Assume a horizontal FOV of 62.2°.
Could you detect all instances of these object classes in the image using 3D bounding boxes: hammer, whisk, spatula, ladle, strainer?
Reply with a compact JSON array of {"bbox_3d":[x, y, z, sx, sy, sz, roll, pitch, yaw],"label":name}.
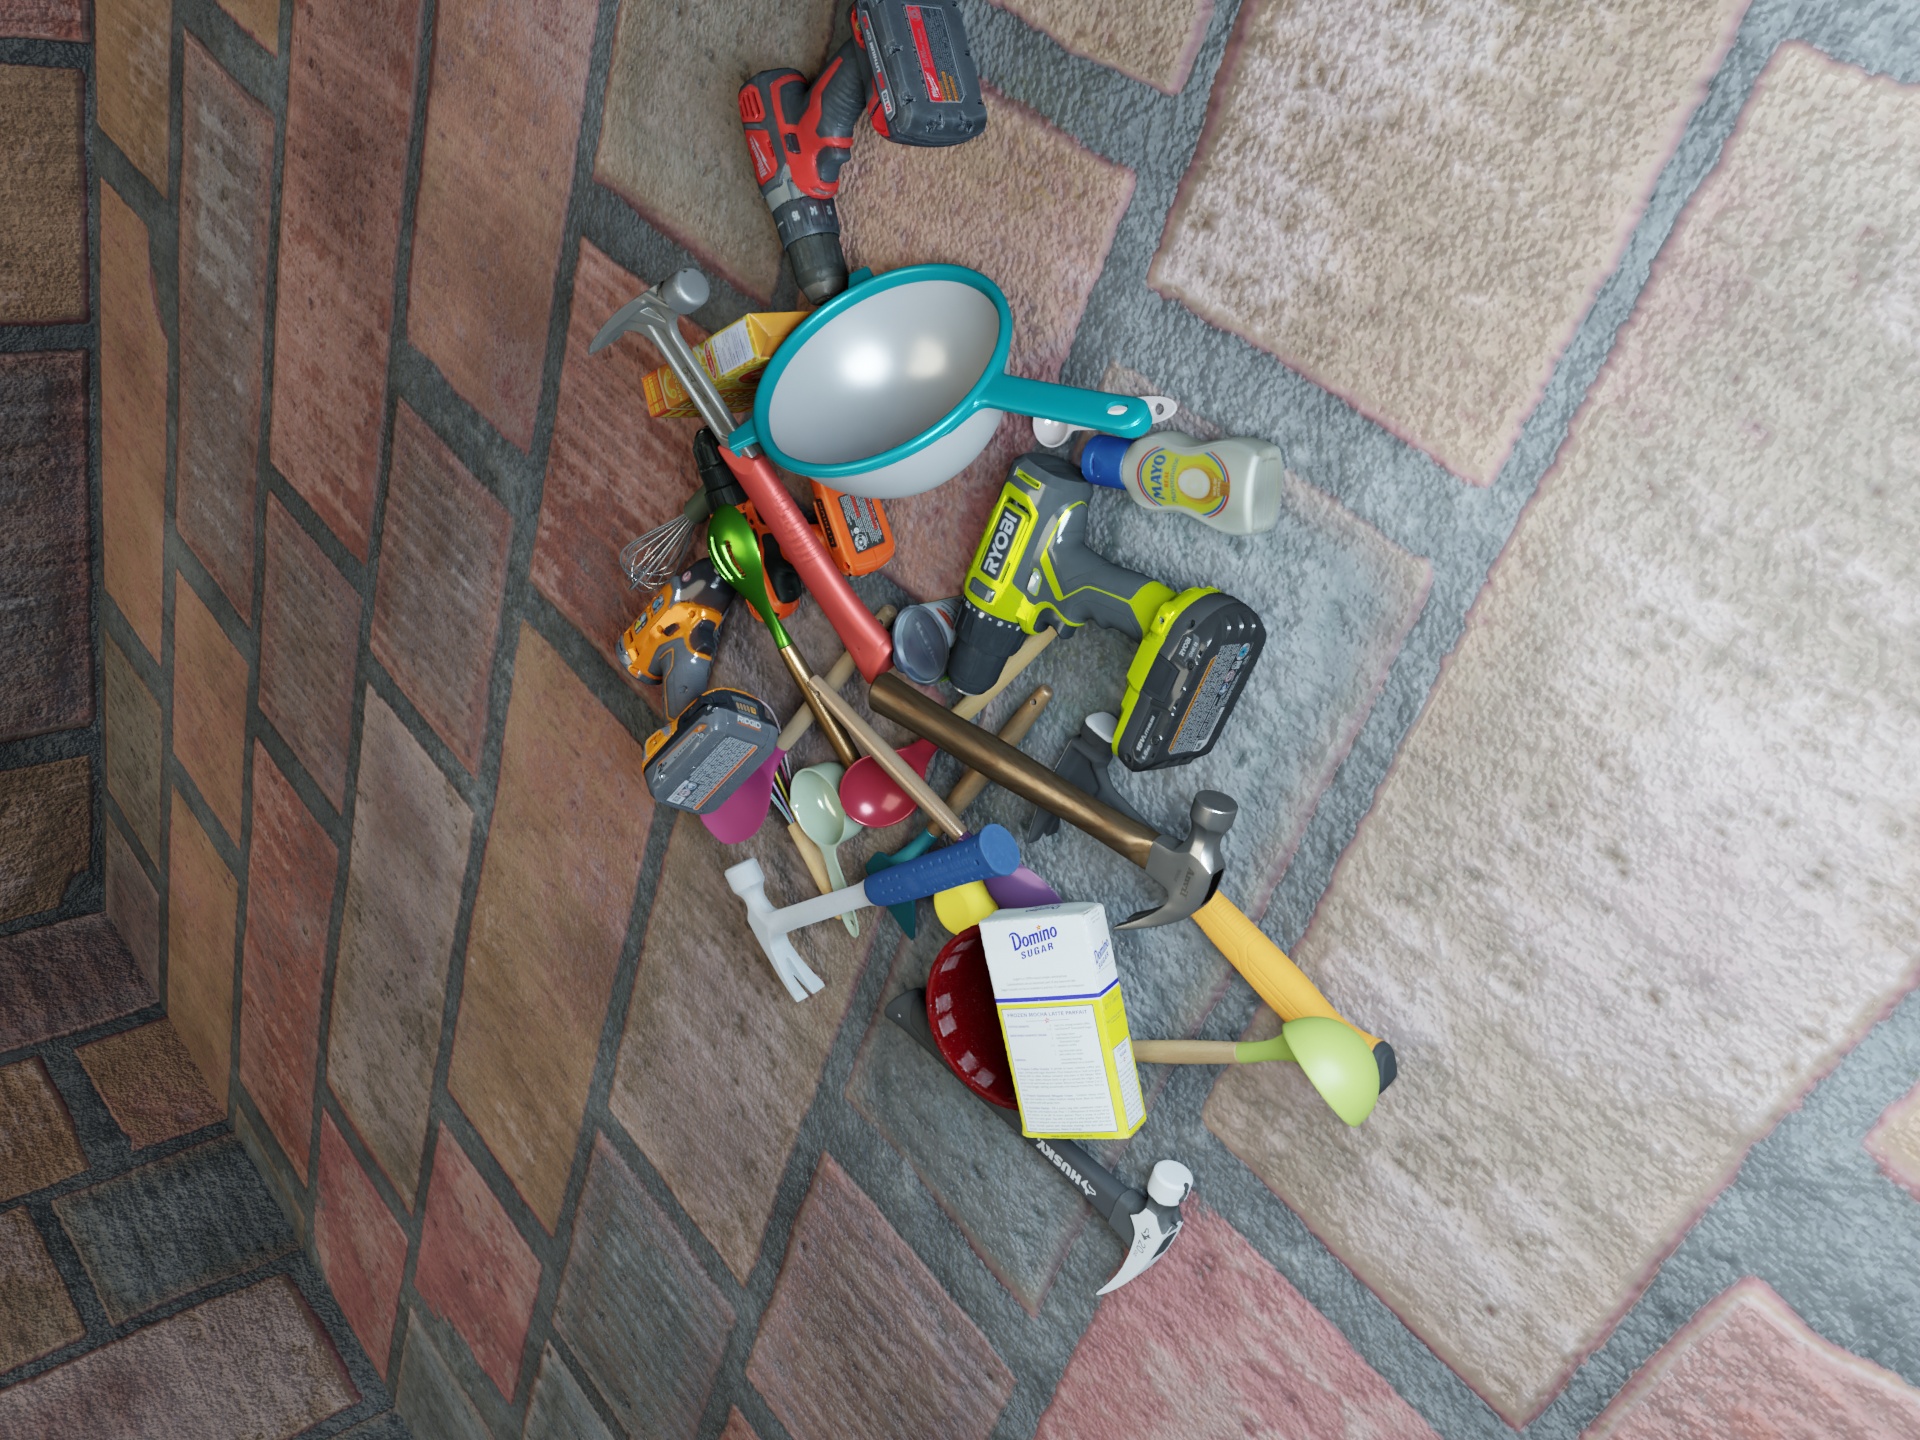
[{"bbox_3d":[-0.164,-0.184,1.294,0.149,0.037,0.359,-16,111,49],"label":"hammer"},{"bbox_3d":[-0.257,-0.194,1.519,0.057,0.059,0.246,38,134,-16],"label":"whisk"},{"bbox_3d":[-0.015,0.076,1.315,0.316,0.018,0.059,45,132,9],"label":"spatula"},{"bbox_3d":[-0.165,0.077,1.503,0.047,0.051,0.245,-36,78,40],"label":"whisk"},{"bbox_3d":[0.050,0.341,1.360,0.335,0.035,0.146,36,125,34],"label":"hammer"},{"bbox_3d":[-0.079,0.156,1.390,0.405,0.035,0.144,-24,92,52],"label":"hammer"},{"bbox_3d":[-0.002,-0.004,1.307,0.069,0.031,0.315,36,131,-13],"label":"ladle"},{"bbox_3d":[0.182,0.147,1.161,0.337,0.034,0.127,46,130,27],"label":"hammer"},{"bbox_3d":[0.055,0.048,1.201,0.331,0.031,0.130,30,122,32],"label":"hammer"},{"bbox_3d":[0.180,0.248,1.145,0.078,0.062,0.320,50,152,-12],"label":"ladle"},{"bbox_3d":[0.005,-0.223,1.168,0.341,0.211,0.095,19,157,35],"label":"strainer"},{"bbox_3d":[-0.003,0.074,1.346,0.082,0.044,0.317,55,130,21],"label":"spatula"}]

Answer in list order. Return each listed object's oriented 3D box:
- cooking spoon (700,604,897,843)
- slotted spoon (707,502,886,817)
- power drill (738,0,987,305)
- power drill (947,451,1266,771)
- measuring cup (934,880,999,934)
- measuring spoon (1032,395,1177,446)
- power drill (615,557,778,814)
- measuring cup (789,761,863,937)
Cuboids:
[{"bbox_3d":[-0.148,0.006,1.440,0.069,0.017,0.318,46,122,7],"label":"cooking spoon"},{"bbox_3d":[-0.139,-0.043,1.384,0.070,0.031,0.313,-9,114,54],"label":"slotted spoon"},{"bbox_3d":[-0.082,-0.443,1.233,0.227,0.080,0.188,-13,92,51],"label":"power drill"},{"bbox_3d":[0.090,-0.062,1.150,0.229,0.080,0.190,39,119,33],"label":"power drill"},{"bbox_3d":[0.034,0.187,1.333,0.157,0.029,0.062,44,130,28],"label":"measuring cup"},{"bbox_3d":[0.106,-0.219,1.148,0.124,0.018,0.034,1,101,40],"label":"measuring spoon"},{"bbox_3d":[-0.240,-0.046,1.471,0.164,0.084,0.227,-44,46,26],"label":"power drill"},{"bbox_3d":[-0.107,0.117,1.460,0.083,0.038,0.167,1,110,47],"label":"measuring cup"}]
